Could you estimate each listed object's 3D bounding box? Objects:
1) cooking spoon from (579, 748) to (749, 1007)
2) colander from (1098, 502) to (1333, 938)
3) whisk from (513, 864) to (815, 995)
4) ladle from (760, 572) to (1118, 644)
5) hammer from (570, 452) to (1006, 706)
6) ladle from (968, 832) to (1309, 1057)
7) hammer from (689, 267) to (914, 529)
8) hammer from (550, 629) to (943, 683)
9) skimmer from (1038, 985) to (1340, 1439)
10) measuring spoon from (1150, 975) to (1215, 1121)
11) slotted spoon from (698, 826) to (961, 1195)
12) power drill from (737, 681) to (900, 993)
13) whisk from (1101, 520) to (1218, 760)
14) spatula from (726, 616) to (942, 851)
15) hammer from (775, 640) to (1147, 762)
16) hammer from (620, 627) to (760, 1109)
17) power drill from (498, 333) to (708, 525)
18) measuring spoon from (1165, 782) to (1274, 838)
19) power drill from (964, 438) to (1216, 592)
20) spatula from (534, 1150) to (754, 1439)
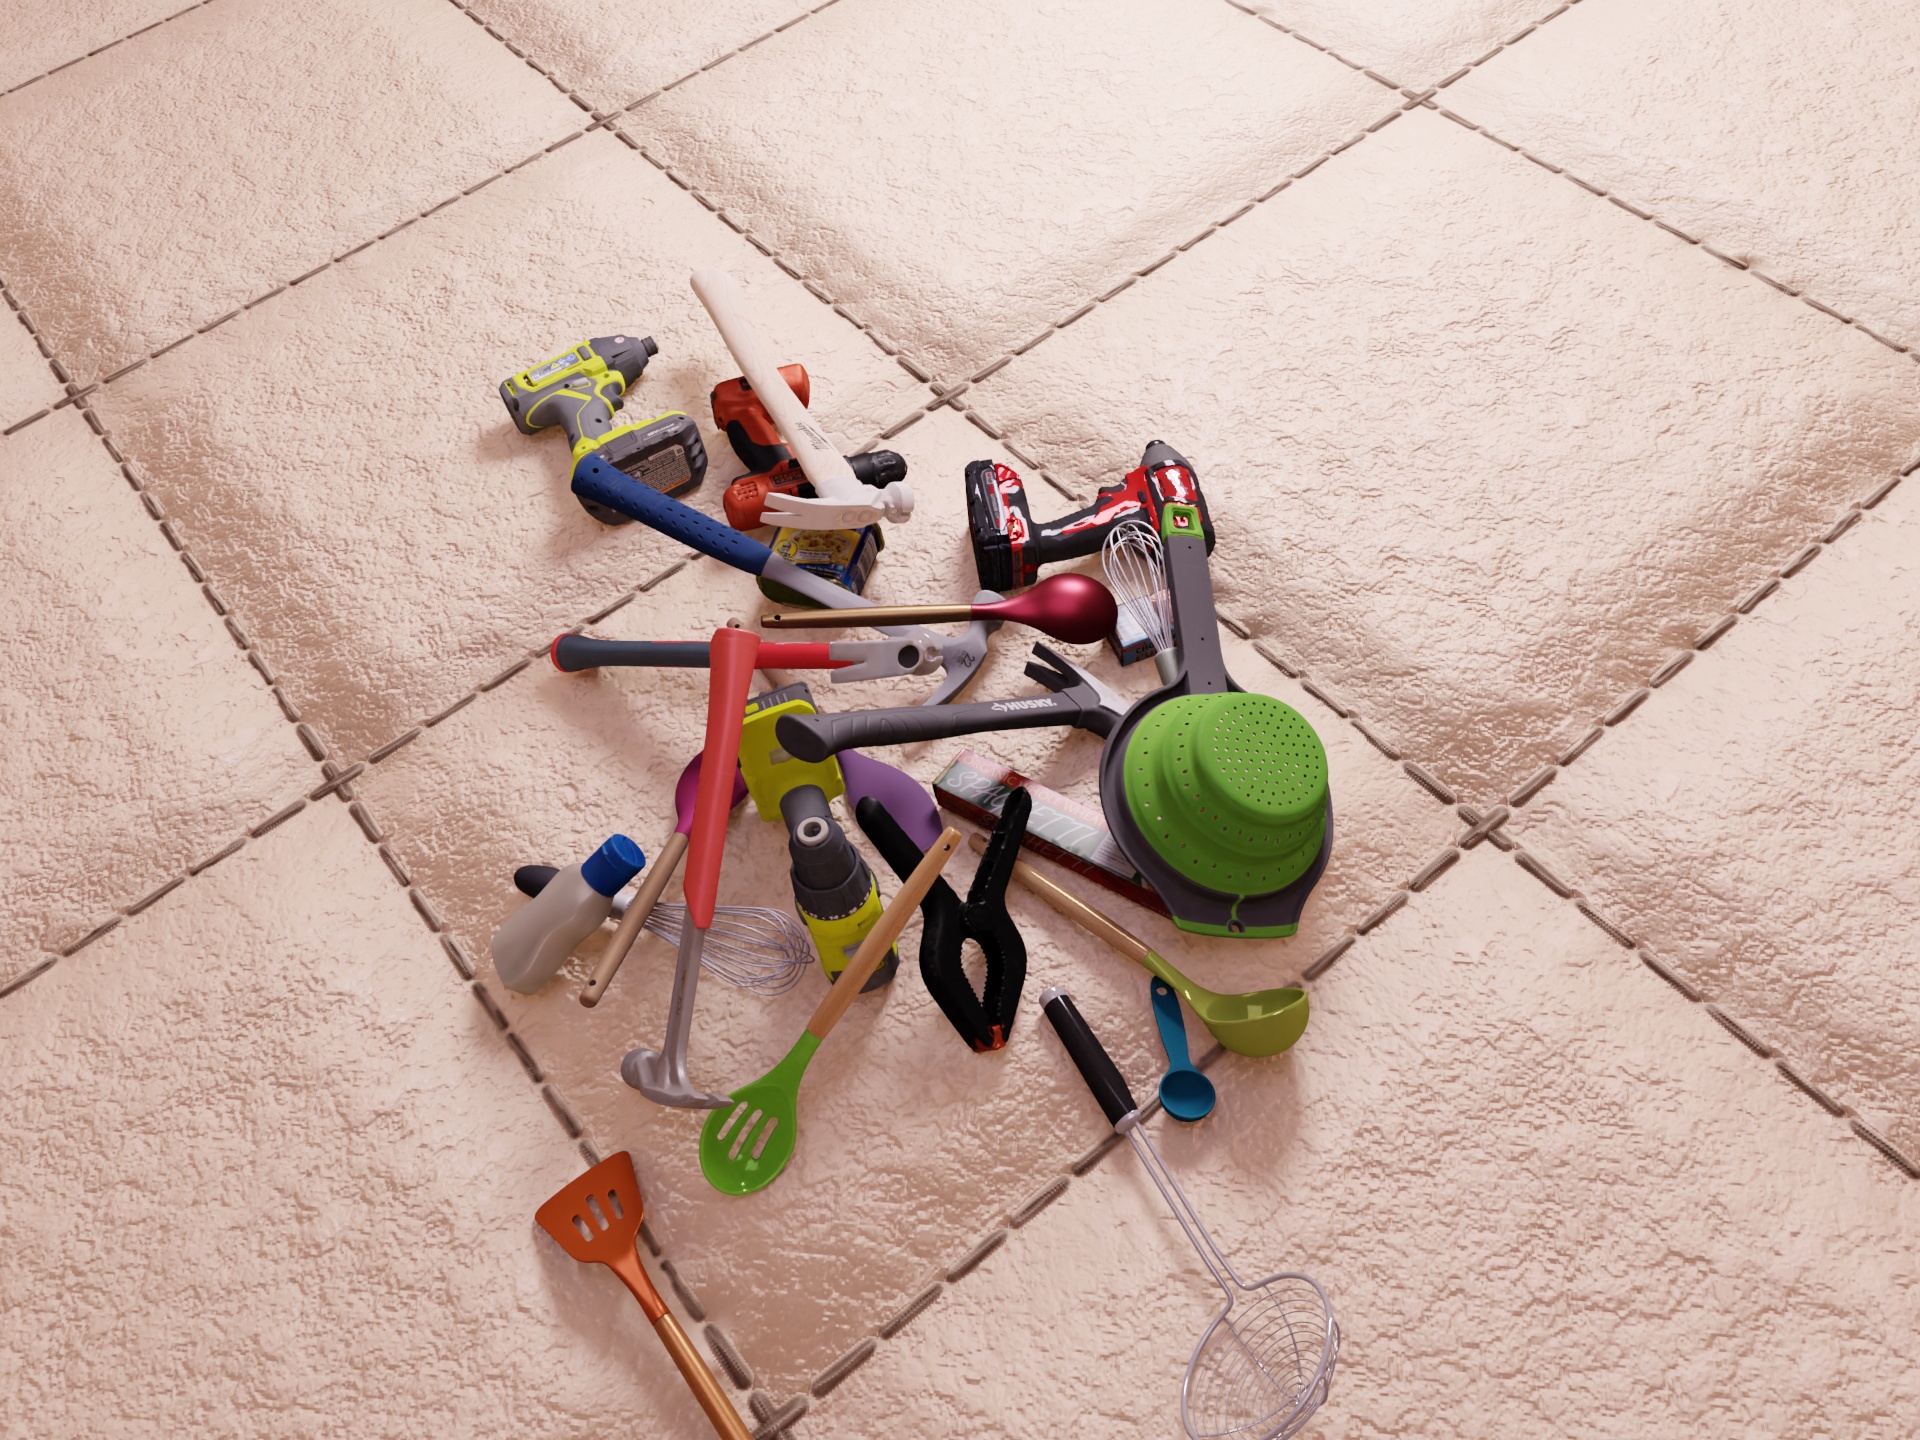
[{"bbox_3d":[-0.237,0.113,1.294,0.069,0.017,0.319,5,38,14],"label":"cooking spoon"},{"bbox_3d":[0.214,-0.027,1.279,0.204,0.094,0.397,5,62,-16],"label":"colander"},{"bbox_3d":[-0.247,0.160,1.290,0.285,0.070,0.070,13,57,21],"label":"whisk"},{"bbox_3d":[-0.017,-0.094,1.392,0.315,0.031,0.069,-3,69,-3],"label":"ladle"},{"bbox_3d":[-0.166,-0.131,1.427,0.405,0.035,0.144,26,71,5],"label":"hammer"},{"bbox_3d":[0.128,0.160,1.236,0.320,0.062,0.078,32,31,31],"label":"ladle"},{"bbox_3d":[-0.192,-0.323,1.549,0.146,0.038,0.411,-6,47,-31],"label":"hammer"},{"bbox_3d":[-0.214,-0.055,1.362,0.386,0.143,0.038,2,97,31],"label":"hammer"},{"bbox_3d":[0.133,0.324,1.099,0.127,0.090,0.364,-44,52,14],"label":"skimmer"},{"bbox_3d":[0.161,0.249,1.199,0.042,0.021,0.129,-2,44,-7],"label":"measuring spoon"},{"bbox_3d":[-0.091,0.211,1.175,0.070,0.031,0.314,35,89,-15],"label":"slotted spoon"},{"bbox_3d":[-0.118,0.080,1.250,0.080,0.190,0.229,-21,50,-6],"label":"power drill"},{"bbox_3d":[0.176,-0.064,1.374,0.059,0.057,0.246,-27,67,28],"label":"whisk"},{"bbox_3d":[-0.119,0.007,1.405,0.060,0.018,0.316,-34,58,-17],"label":"spatula"},{"bbox_3d":[-0.002,-0.004,1.282,0.334,0.035,0.146,-6,39,-39],"label":"hammer"},{"bbox_3d":[-0.189,0.106,1.196,0.036,0.149,0.359,13,79,-31],"label":"hammer"},{"bbox_3d":[-0.357,-0.311,1.632,0.171,0.080,0.223,-29,53,-13],"label":"power drill"},{"bbox_3d":[0.212,0.079,1.317,0.117,0.011,0.021,-23,55,-14],"label":"measuring spoon"},{"bbox_3d":[0.118,-0.198,1.489,0.219,0.078,0.143,-8,54,-2],"label":"power drill"},{"bbox_3d":[-0.191,0.437,1.103,0.081,0.041,0.323,-34,61,-17],"label":"spatula"}]
